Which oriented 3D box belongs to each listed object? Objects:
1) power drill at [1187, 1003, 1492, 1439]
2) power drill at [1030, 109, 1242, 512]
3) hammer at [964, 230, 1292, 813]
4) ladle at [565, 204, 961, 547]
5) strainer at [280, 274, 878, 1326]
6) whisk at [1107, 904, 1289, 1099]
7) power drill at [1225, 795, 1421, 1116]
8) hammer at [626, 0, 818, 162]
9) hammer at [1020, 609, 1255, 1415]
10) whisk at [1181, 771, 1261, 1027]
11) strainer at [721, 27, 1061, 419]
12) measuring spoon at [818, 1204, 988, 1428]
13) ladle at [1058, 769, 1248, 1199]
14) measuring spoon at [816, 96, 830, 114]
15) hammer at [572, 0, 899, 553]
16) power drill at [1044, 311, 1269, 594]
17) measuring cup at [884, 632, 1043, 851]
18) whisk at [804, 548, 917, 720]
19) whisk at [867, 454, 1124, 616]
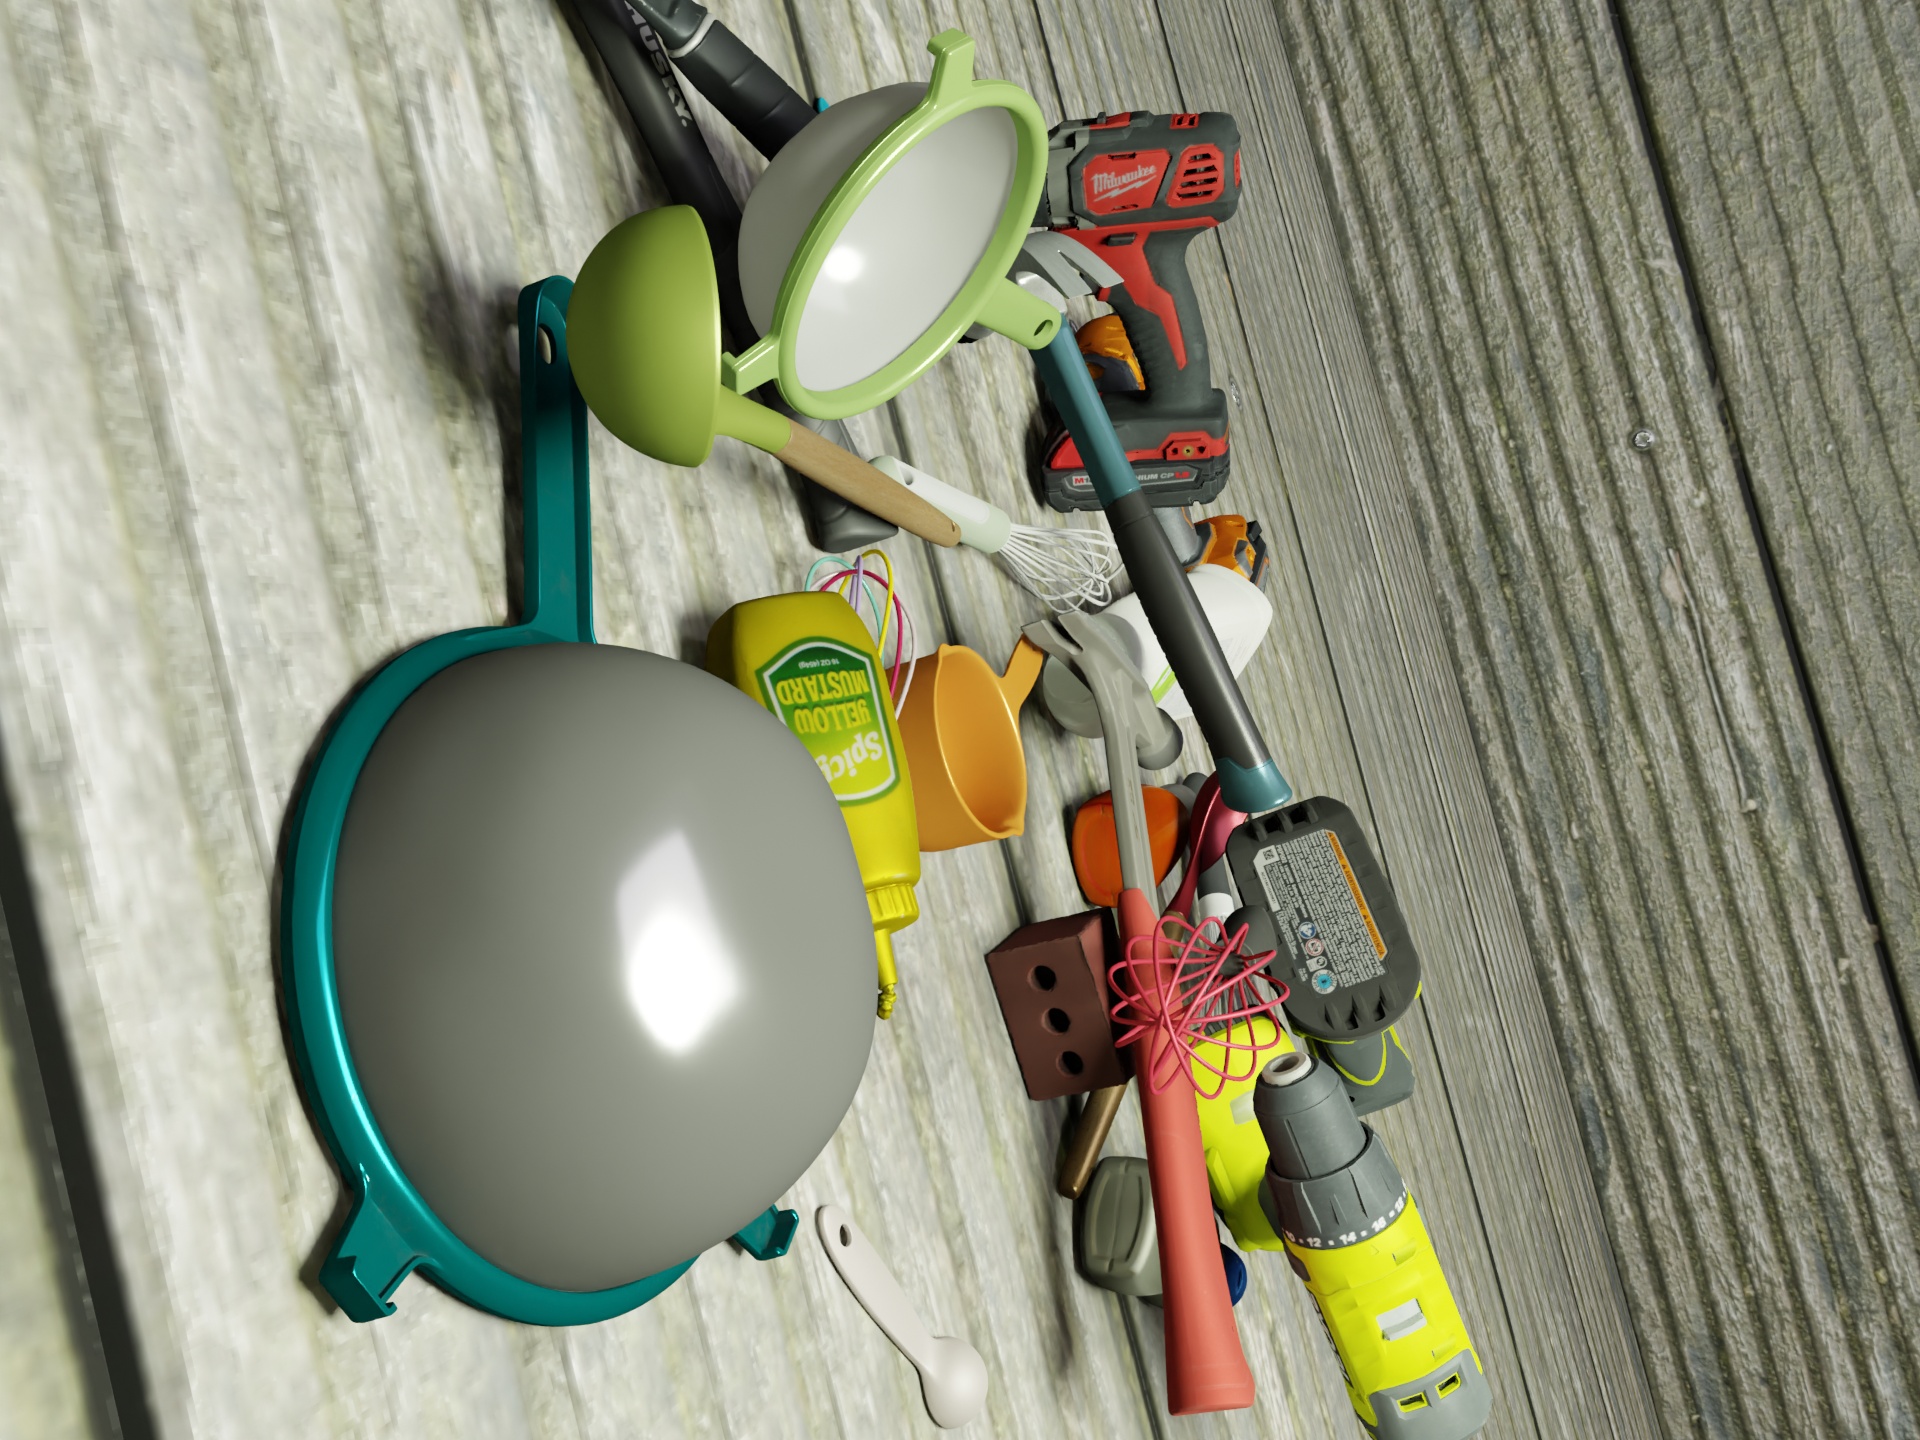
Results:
[{"bbox_3d":[0.171,0.228,0.801,0.228,0.080,0.190,-134,-160,-80],"label":"power drill"},{"bbox_3d":[0.075,-0.243,0.950,0.080,0.188,0.226,-76,161,-56],"label":"power drill"},{"bbox_3d":[0.091,-0.104,0.840,0.033,0.128,0.331,-24,88,-22],"label":"hammer"},{"bbox_3d":[-0.048,-0.105,0.603,0.320,0.062,0.078,15,65,-69],"label":"ladle"},{"bbox_3d":[-0.092,0.003,0.490,0.210,0.095,0.341,25,55,-60],"label":"strainer"},{"bbox_3d":[0.118,0.111,0.710,0.295,0.073,0.073,1,75,-74],"label":"whisk"},{"bbox_3d":[0.219,0.138,0.965,0.223,0.080,0.171,59,12,-63],"label":"power drill"},{"bbox_3d":[-0.112,-0.267,0.600,0.408,0.036,0.149,27,54,-59],"label":"hammer"},{"bbox_3d":[0.087,0.127,0.741,0.149,0.037,0.359,41,39,-53],"label":"hammer"},{"bbox_3d":[0.168,0.151,1.020,0.070,0.070,0.285,48,30,-45],"label":"whisk"},{"bbox_3d":[-0.020,-0.203,0.682,0.069,0.151,0.256,41,16,13],"label":"strainer"},{"bbox_3d":[-0.019,0.226,0.607,0.124,0.018,0.034,60,28,-27],"label":"measuring spoon"},{"bbox_3d":[0.111,0.129,0.874,0.316,0.031,0.069,-59,154,-43],"label":"ladle"},{"bbox_3d":[-0.062,-0.268,0.822,0.042,0.021,0.129,22,47,-60],"label":"measuring spoon"},{"bbox_3d":[-0.106,-0.220,0.668,0.334,0.035,0.146,64,27,-22],"label":"hammer"},{"bbox_3d":[0.140,-0.179,1.125,0.226,0.084,0.164,60,27,-21],"label":"power drill"},{"bbox_3d":[-0.001,-0.002,0.745,0.095,0.052,0.174,66,23,-18],"label":"measuring cup"},{"bbox_3d":[-0.048,0.035,0.633,0.051,0.047,0.245,43,42,-51],"label":"whisk"},{"bbox_3d":[0.022,-0.101,0.861,0.246,0.059,0.058,15,51,-58],"label":"whisk"}]
